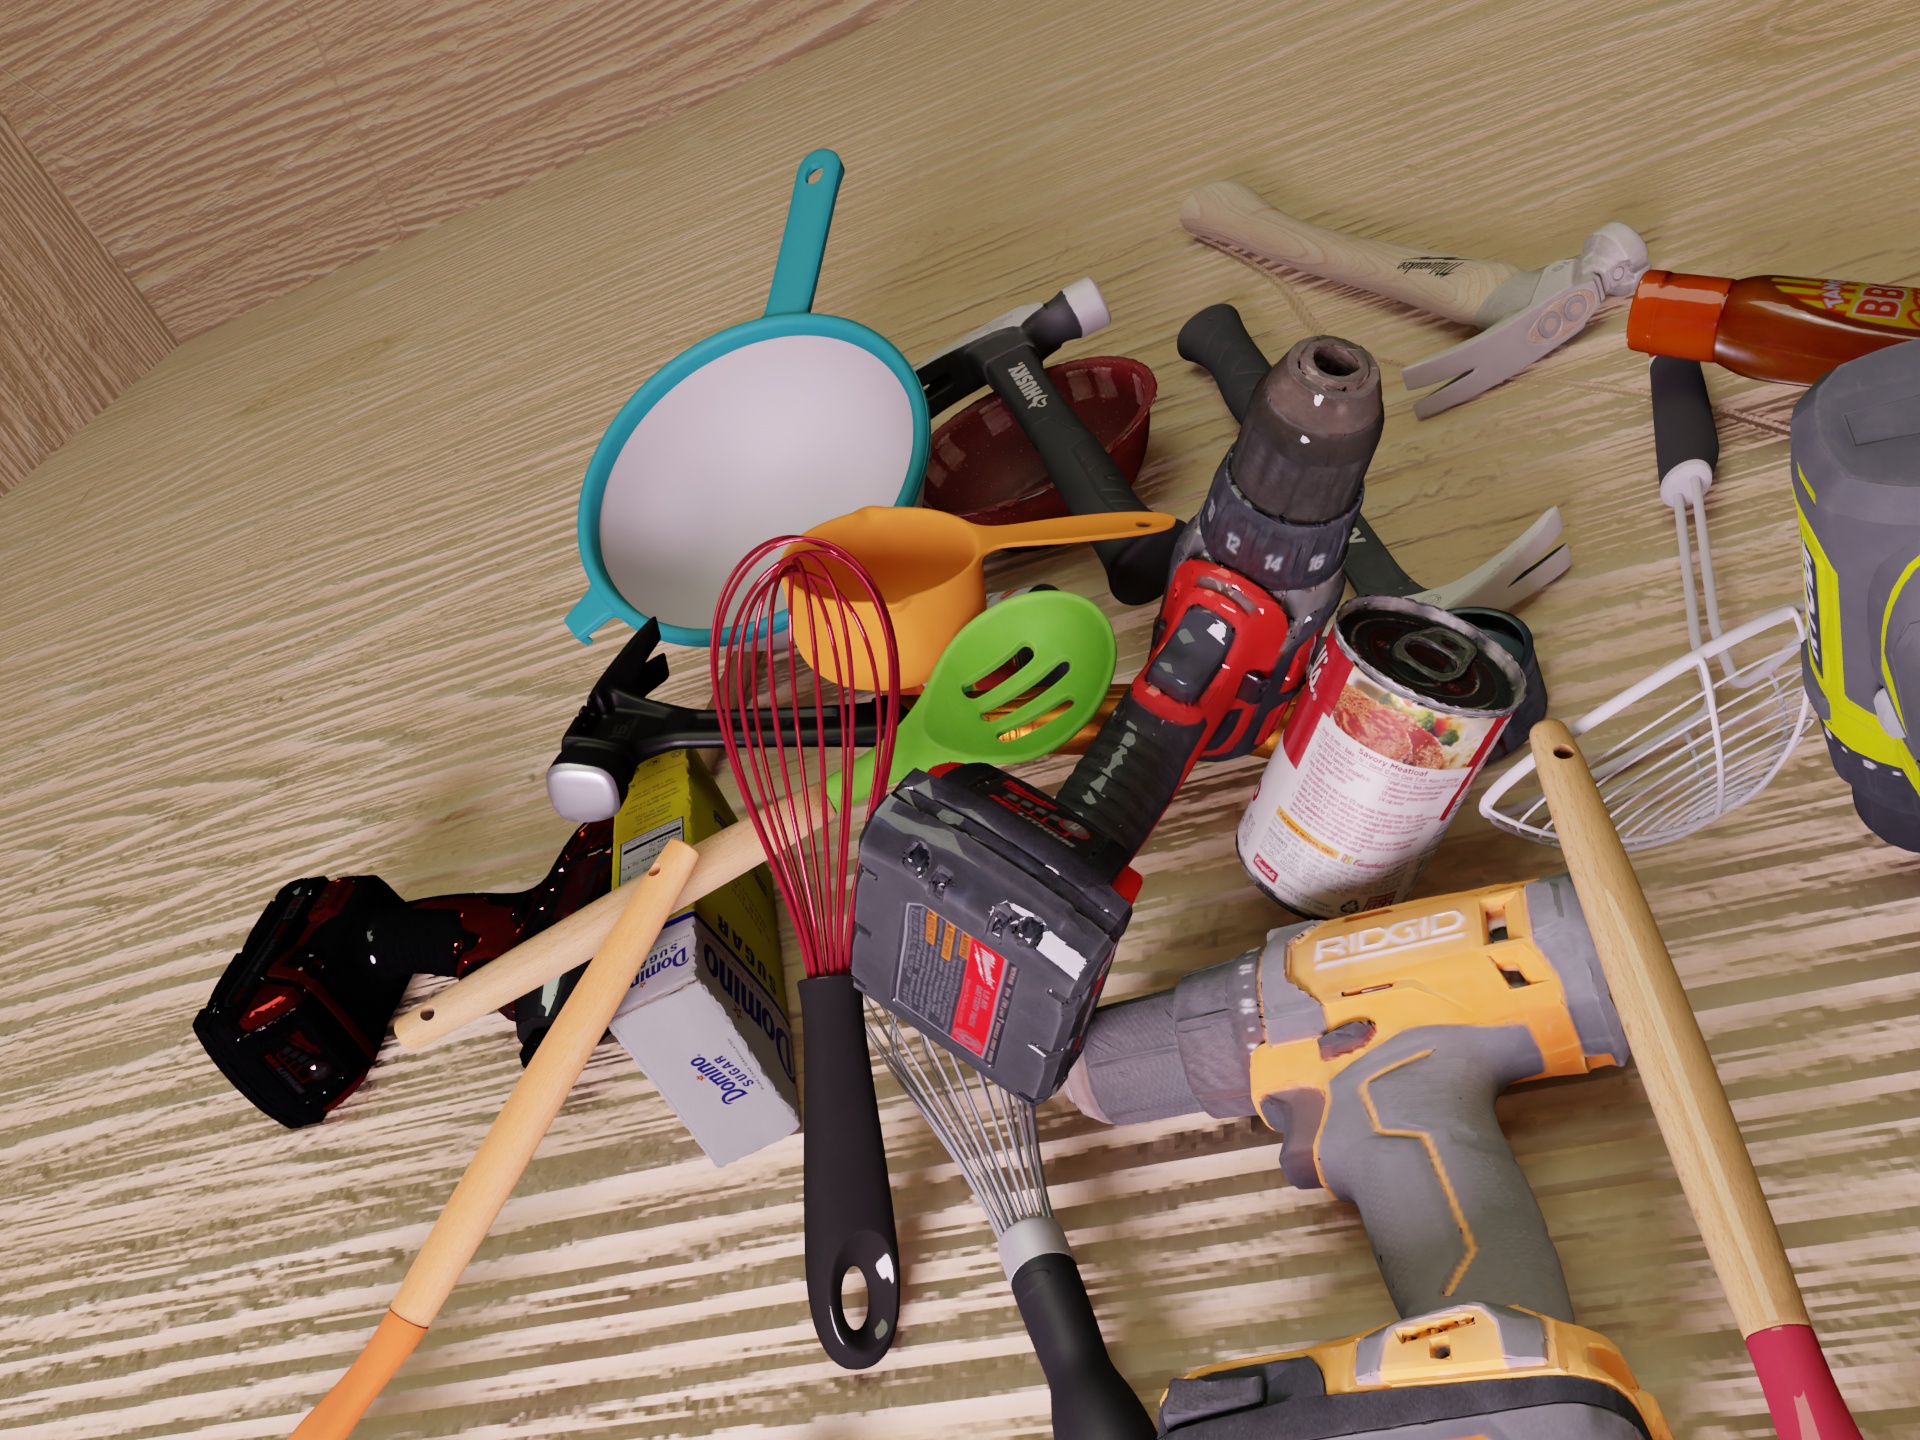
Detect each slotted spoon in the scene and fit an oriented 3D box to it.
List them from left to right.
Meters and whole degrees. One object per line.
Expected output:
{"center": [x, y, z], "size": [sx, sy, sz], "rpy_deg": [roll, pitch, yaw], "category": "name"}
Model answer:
{"center": [-0.075, 0.042, 0.620], "size": [0.314, 0.031, 0.070], "rpy_deg": [-30, 61, -9], "category": "slotted spoon"}

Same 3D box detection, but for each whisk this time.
{"center": [-0.049, 0.073, 0.565], "size": [0.073, 0.073, 0.296], "rpy_deg": [-13, 74, 24], "category": "whisk"}
{"center": [0.015, 0.155, 0.535], "size": [0.070, 0.070, 0.285], "rpy_deg": [-28, 36, 2], "category": "whisk"}

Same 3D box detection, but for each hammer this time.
{"center": [-0.001, -0.002, 0.691], "size": [0.337, 0.034, 0.127], "rpy_deg": [0, 33, 10], "category": "hammer"}
{"center": [0.048, -0.147, 0.844], "size": [0.146, 0.035, 0.335], "rpy_deg": [-26, 33, 4], "category": "hammer"}
{"center": [0.180, -0.144, 0.844], "size": [0.149, 0.036, 0.409], "rpy_deg": [-22, 32, 9], "category": "hammer"}
{"center": [0.235, -0.288, 1.003], "size": [0.146, 0.038, 0.411], "rpy_deg": [-33, 31, -4], "category": "hammer"}

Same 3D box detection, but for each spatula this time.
{"center": [-0.172, 0.187, 0.555], "size": [0.081, 0.041, 0.323], "rpy_deg": [13, 68, 45], "category": "spatula"}

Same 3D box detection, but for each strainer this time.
{"center": [-0.093, -0.175, 0.924], "size": [0.211, 0.095, 0.341], "rpy_deg": [-2, 63, 21], "category": "strainer"}

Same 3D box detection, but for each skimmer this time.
{"center": [0.270, -0.080, 0.629], "size": [0.127, 0.090, 0.363], "rpy_deg": [-47, 12, 41], "category": "skimmer"}

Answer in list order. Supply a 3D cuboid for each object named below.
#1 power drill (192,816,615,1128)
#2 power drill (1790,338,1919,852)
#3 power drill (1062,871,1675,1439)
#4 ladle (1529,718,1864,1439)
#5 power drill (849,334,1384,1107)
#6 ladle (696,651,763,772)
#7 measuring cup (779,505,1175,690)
{"center": [-0.245, 0.123, 0.767], "size": [0.219, 0.078, 0.143], "rpy_deg": [-14, 35, 19], "category": "power drill"}
{"center": [0.266, 0.043, 0.400], "size": [0.080, 0.190, 0.229], "rpy_deg": [-12, 50, 23], "category": "power drill"}
{"center": [0.104, 0.144, 0.458], "size": [0.185, 0.084, 0.226], "rpy_deg": [-17, 30, 24], "category": "power drill"}
{"center": [0.189, 0.122, 0.384], "size": [0.069, 0.031, 0.316], "rpy_deg": [-9, 50, 5], "category": "ladle"}
{"center": [0.062, -0.005, 0.523], "size": [0.080, 0.187, 0.227], "rpy_deg": [32, 58, 15], "category": "power drill"}
{"center": [-0.129, -0.048, 0.934], "size": [0.078, 0.062, 0.320], "rpy_deg": [-6, 40, 21], "category": "ladle"}
{"center": [0.010, -0.057, 0.696], "size": [0.173, 0.052, 0.095], "rpy_deg": [-8, 33, -6], "category": "measuring cup"}
